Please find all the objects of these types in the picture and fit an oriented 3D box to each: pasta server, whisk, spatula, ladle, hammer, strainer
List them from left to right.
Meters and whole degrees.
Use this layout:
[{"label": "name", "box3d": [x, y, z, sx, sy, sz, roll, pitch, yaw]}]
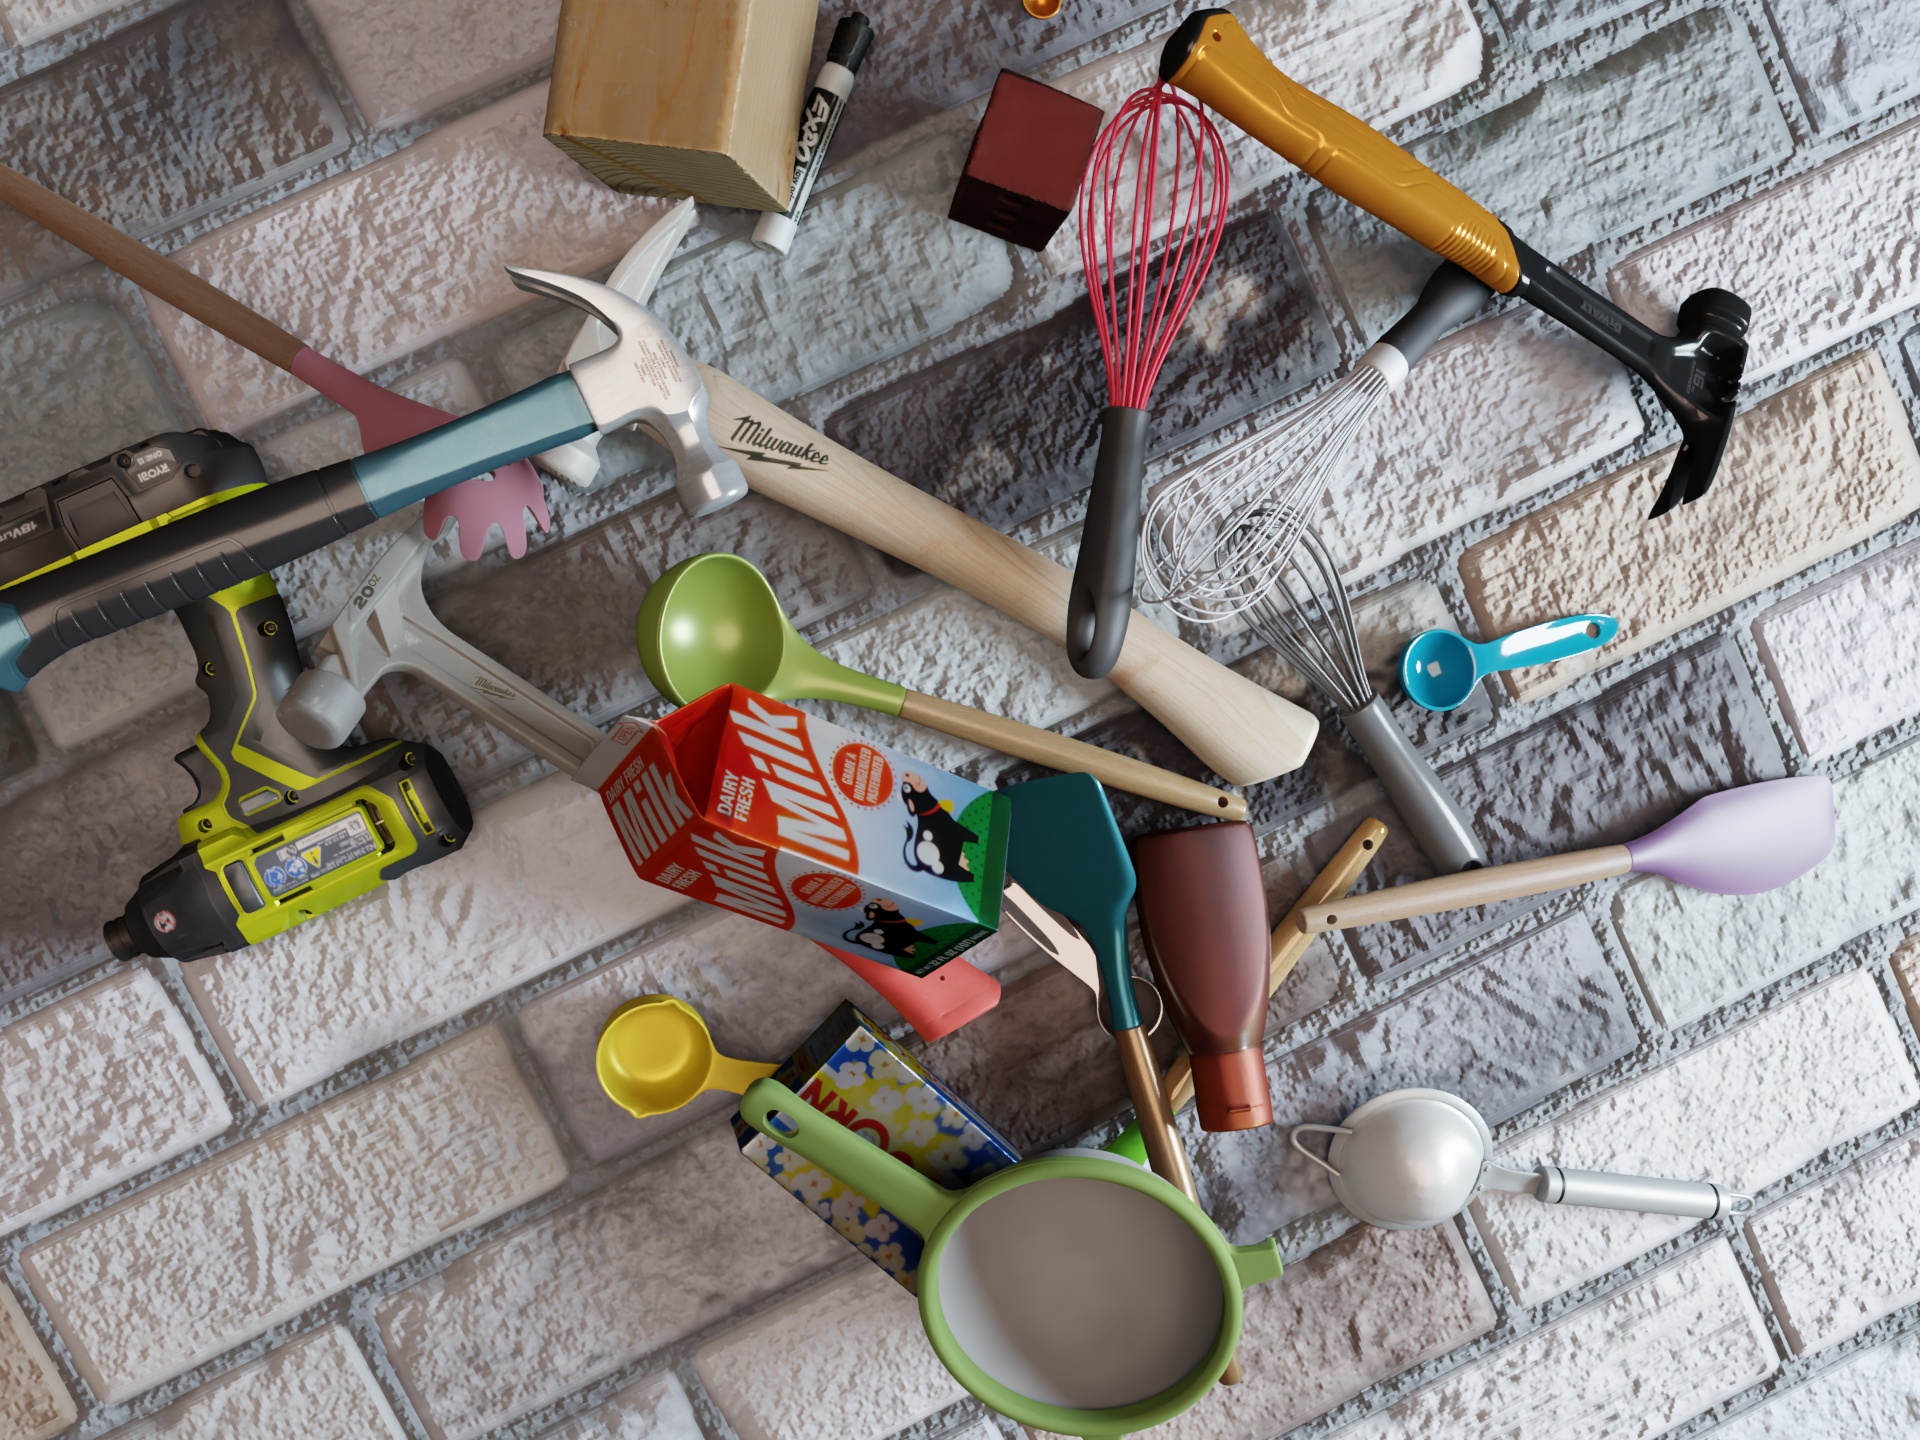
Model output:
[{"label": "pasta server", "box3d": [-0.327, -0.174, 0.735, 0.316, 0.040, 0.060, 31, 50, 3]}, {"label": "hammer", "box3d": [-0.268, -0.093, 0.682, 0.331, 0.033, 0.128, -24, 94, -7]}, {"label": "hammer", "box3d": [-0.129, 0.039, 0.763, 0.359, 0.036, 0.149, 35, 51, -15]}, {"label": "ladle", "box3d": [-0.001, -0.002, 0.774, 0.320, 0.062, 0.078, 18, 79, -12]}, {"label": "hammer", "box3d": [0.001, -0.094, 0.785, 0.410, 0.038, 0.146, 29, 89, -7]}, {"label": "strainer", "box3d": [0.013, 0.232, 0.759, 0.256, 0.069, 0.151, 32, 109, -1]}, {"label": "spatula", "box3d": [0.084, 0.179, 0.782, 0.082, 0.044, 0.317, -17, 90, 32]}, {"label": "whisk", "box3d": [0.082, -0.166, 0.761, 0.073, 0.073, 0.296, 8, 87, -6]}, {"label": "whisk", "box3d": [0.183, -0.148, 0.763, 0.070, 0.070, 0.284, 47, 71, -7]}, {"label": "whisk", "box3d": [0.205, -0.009, 0.808, 0.055, 0.055, 0.239, -35, 101, -2]}, {"label": "hammer", "box3d": [0.237, -0.226, 0.757, 0.336, 0.034, 0.127, 27, 68, -15]}, {"label": "strainer", "box3d": [0.302, 0.243, 0.835, 0.258, 0.050, 0.086, 8, 109, -9]}, {"label": "spatula", "box3d": [0.319, 0.078, 0.819, 0.316, 0.018, 0.060, -8, 97, -13]}]

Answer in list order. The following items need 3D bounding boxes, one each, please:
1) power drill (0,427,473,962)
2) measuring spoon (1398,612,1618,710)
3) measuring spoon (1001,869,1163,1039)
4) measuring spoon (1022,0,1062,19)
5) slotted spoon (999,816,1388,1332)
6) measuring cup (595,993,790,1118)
[{"label": "power drill", "box3d": [-0.354, -0.006, 0.737, 0.171, 0.080, 0.223, -25, 99, -4]}, {"label": "measuring spoon", "box3d": [0.283, -0.036, 0.829, 0.128, 0.021, 0.042, -13, 93, -14]}, {"label": "measuring spoon", "box3d": [0.054, 0.115, 0.817, 0.034, 0.018, 0.124, -45, 90, -3]}, {"label": "measuring spoon", "box3d": [0.074, -0.387, 0.787, 0.117, 0.011, 0.021, -44, 97, -5]}, {"label": "slotted spoon", "box3d": [0.123, 0.178, 0.819, 0.070, 0.031, 0.314, 38, 88, -4]}, {"label": "measuring cup", "box3d": [-0.107, 0.176, 0.802, 0.156, 0.029, 0.062, 16, 94, -18]}]
